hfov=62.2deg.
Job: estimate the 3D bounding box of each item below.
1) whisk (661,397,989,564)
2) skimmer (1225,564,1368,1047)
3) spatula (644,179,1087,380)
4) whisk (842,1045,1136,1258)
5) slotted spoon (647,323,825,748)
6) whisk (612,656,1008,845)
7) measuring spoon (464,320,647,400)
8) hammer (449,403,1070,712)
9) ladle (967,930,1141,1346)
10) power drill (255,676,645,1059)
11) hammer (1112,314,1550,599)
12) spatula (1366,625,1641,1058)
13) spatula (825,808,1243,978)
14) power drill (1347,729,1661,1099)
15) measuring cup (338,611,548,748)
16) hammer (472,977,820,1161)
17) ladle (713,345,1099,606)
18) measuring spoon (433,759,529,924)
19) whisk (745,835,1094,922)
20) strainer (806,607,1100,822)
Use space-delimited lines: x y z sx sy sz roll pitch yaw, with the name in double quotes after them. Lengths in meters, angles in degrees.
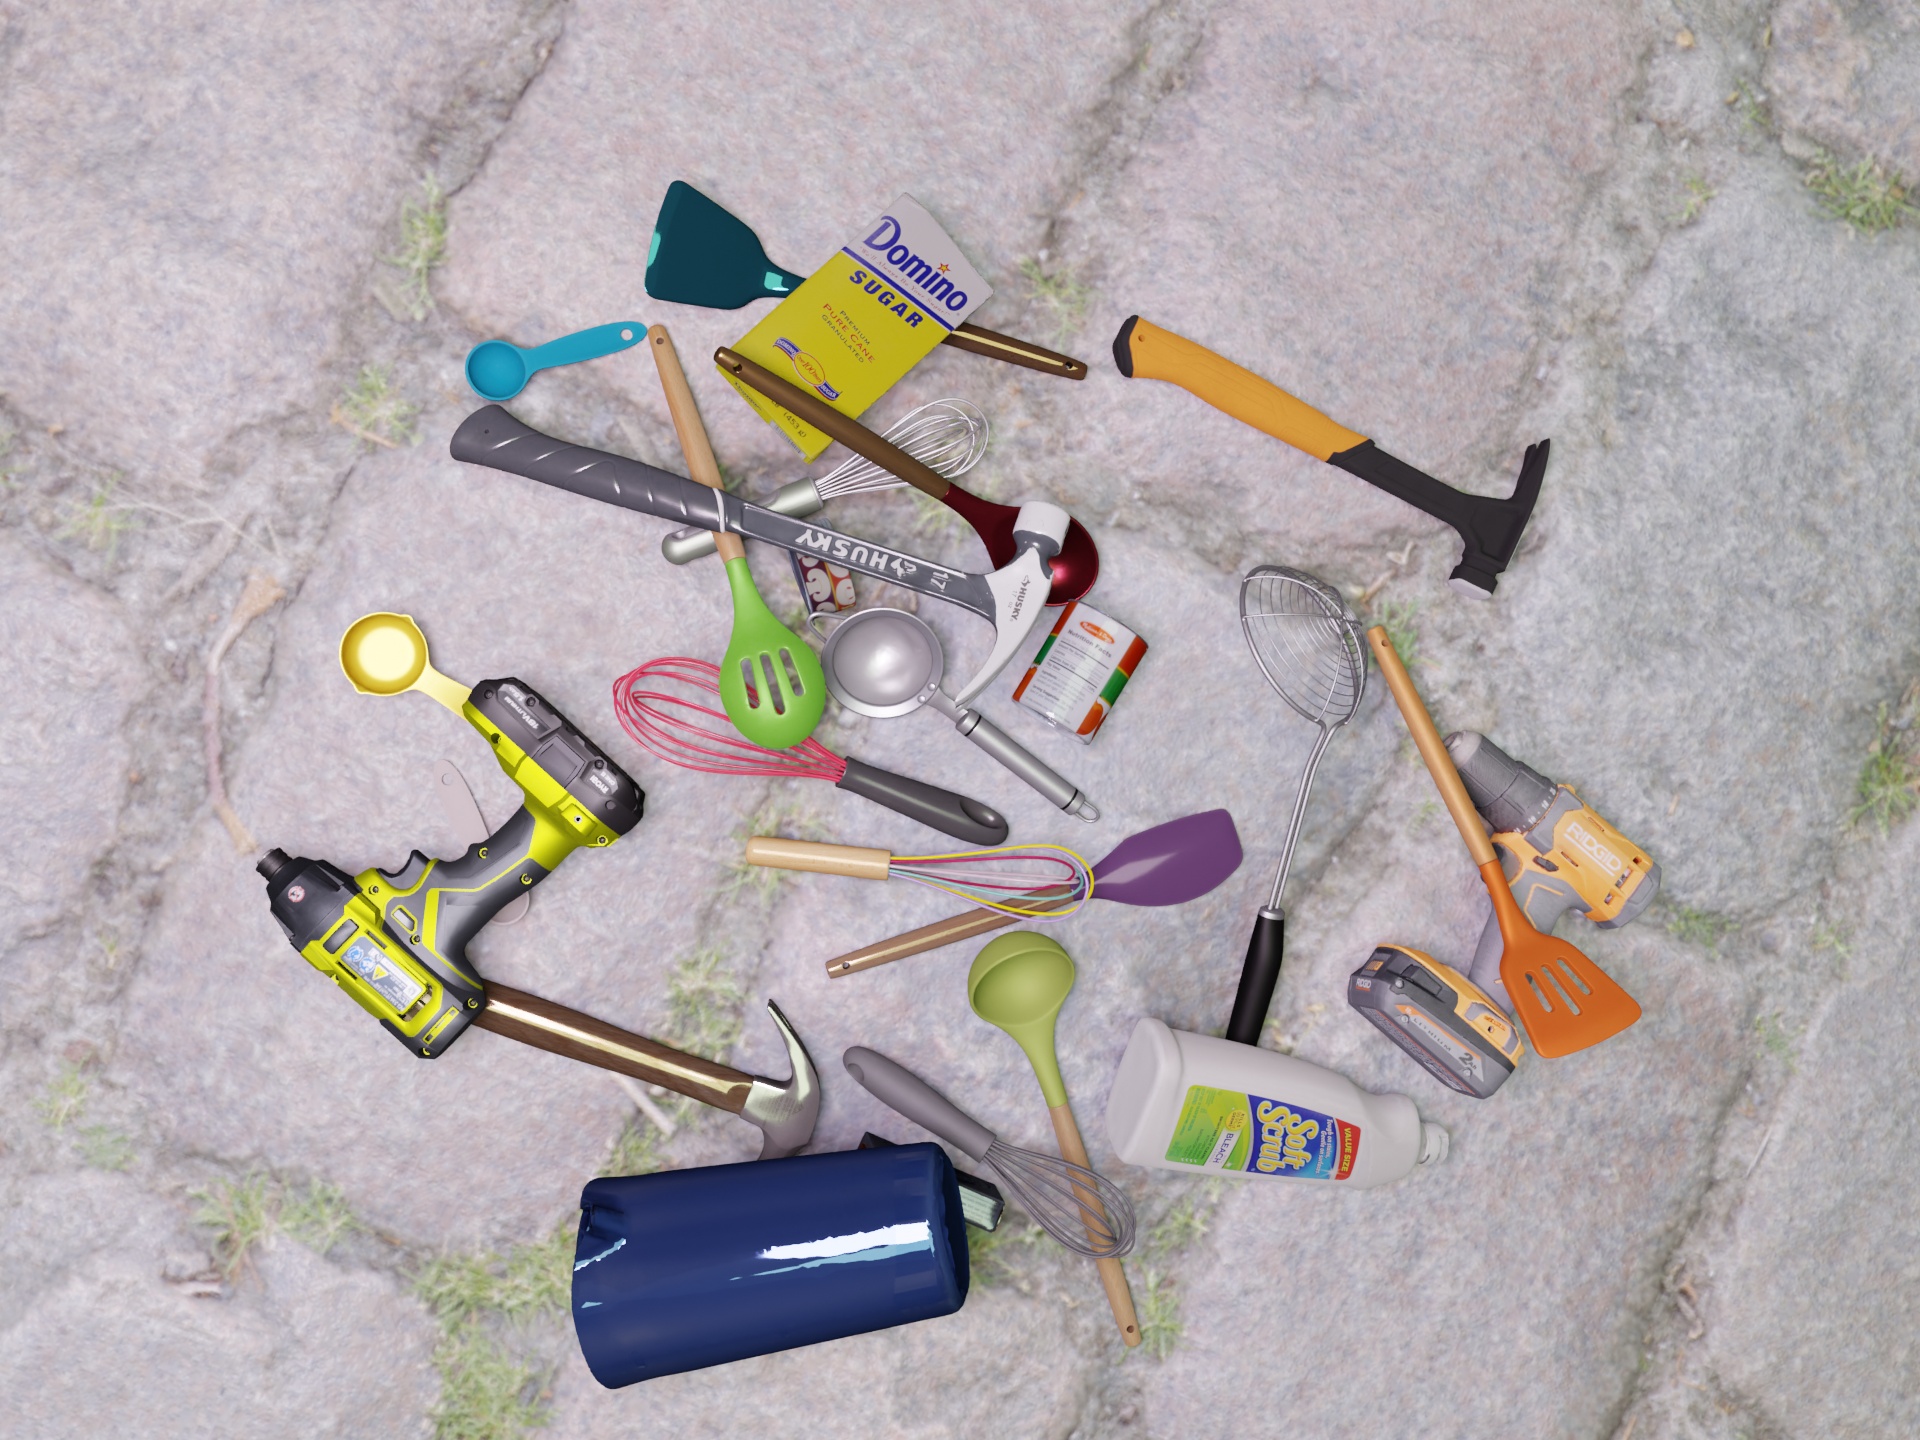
-0.094 -0.164 1.115 0.246 0.058 0.059 -23 122 -3 "whisk"
0.218 0.072 1.155 0.127 0.090 0.363 3 103 -44 "skimmer"
-0.059 -0.291 1.121 0.317 0.044 0.082 14 89 -9 "spatula"
0.018 0.296 1.105 0.239 0.055 0.055 31 85 10 "whisk"
-0.163 -0.131 1.081 0.070 0.031 0.314 -18 78 -9 "slotted spoon"
-0.100 0.028 1.106 0.295 0.073 0.073 22 87 -13 "whisk"
-0.280 -0.253 1.107 0.128 0.021 0.042 -20 92 -17 "measuring spoon"
-0.142 -0.128 1.051 0.409 0.036 0.149 18 76 4 "hammer"
0.079 0.301 1.130 0.078 0.062 0.320 -18 95 -5 "ladle"
-0.333 0.085 1.045 0.171 0.080 0.223 43 82 -2 "power drill"
0.269 -0.216 1.170 0.337 0.034 0.127 25 87 -7 "hammer"
0.363 0.076 1.116 0.081 0.041 0.323 -21 77 -9 "spatula"
0.056 0.133 1.146 0.316 0.018 0.060 -16 89 -8 "spatula"
0.379 0.135 1.162 0.185 0.084 0.226 41 81 -2 "power drill"
-0.351 -0.019 1.093 0.156 0.029 0.062 33 83 -18 "measuring cup"
-0.254 0.219 1.096 0.331 0.031 0.130 22 87 -7 "hammer"
-0.032 -0.167 1.083 0.315 0.031 0.069 28 106 -28 "ladle"
-0.333 0.083 1.098 0.034 0.018 0.124 -26 86 -7 "measuring spoon"
-0.028 0.100 1.117 0.245 0.047 0.051 6 44 0 "whisk"
-0.002 -0.004 1.129 0.258 0.050 0.087 37 112 -12 "strainer"
